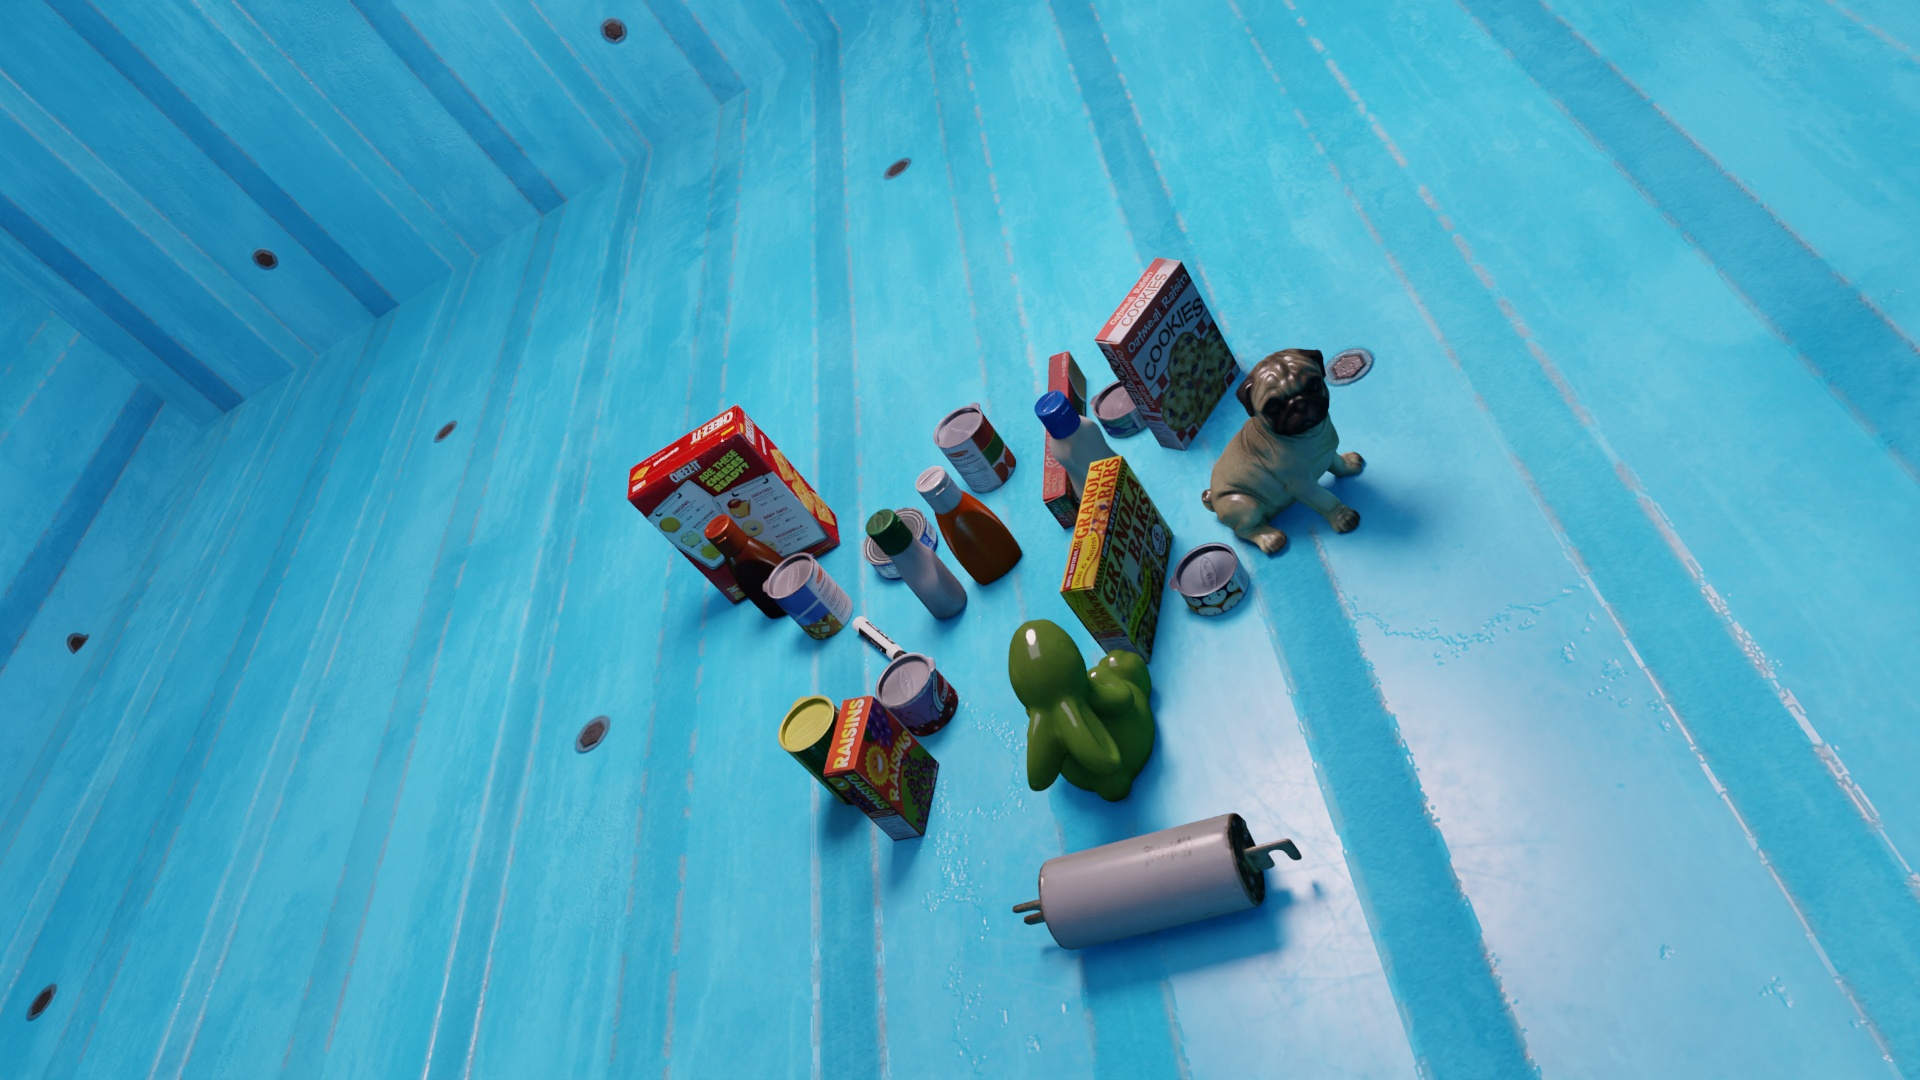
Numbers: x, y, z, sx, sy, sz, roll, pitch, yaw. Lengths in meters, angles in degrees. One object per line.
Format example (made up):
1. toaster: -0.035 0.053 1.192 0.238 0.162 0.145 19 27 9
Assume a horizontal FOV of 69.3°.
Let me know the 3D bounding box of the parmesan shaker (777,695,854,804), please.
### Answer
1. parmesan shaker: -0.128 0.210 1.401 0.071 0.102 0.072 -23 40 20

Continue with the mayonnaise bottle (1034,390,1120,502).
1. mayonnaise bottle: 0.128 -0.097 1.473 0.041 0.147 0.065 16 63 48

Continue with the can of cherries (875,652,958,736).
1. can of cherries: -0.042 0.157 1.422 0.071 0.058 0.072 -23 40 20

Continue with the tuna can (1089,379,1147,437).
1. tuna can: 0.184 -0.151 1.579 0.071 0.032 0.071 -22 40 20

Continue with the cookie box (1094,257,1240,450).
1. cookie box: 0.223 -0.198 1.485 0.040 0.167 0.123 15 62 47

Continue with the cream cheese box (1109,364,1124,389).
1. cream cheese box: 0.228 -0.204 1.582 0.103 0.053 0.024 -19 41 24

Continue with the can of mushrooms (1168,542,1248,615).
1. can of mushrooms: 0.239 0.038 1.336 0.071 0.033 0.071 -22 40 20

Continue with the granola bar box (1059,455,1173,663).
1. granola bar box: 0.154 0.020 1.349 0.039 0.124 0.166 -11 45 32

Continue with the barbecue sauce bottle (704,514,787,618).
1. barbecue sauce bottle: -0.245 0.029 1.649 0.065 0.148 0.044 -30 38 11

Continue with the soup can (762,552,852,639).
1. soup can: -0.176 0.066 1.608 0.071 0.083 0.072 -23 40 20

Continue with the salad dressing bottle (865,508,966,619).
1. salad dressing bottle: -0.048 0.025 1.492 0.044 0.147 0.064 -28 38 14

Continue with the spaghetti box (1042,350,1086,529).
1. spaghetti box: 0.120 -0.119 1.584 0.028 0.050 0.251 -20 41 24

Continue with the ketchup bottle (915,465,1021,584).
1. ketchup bottle: 0.005 -0.019 1.492 0.065 0.148 0.044 -39 37 -1

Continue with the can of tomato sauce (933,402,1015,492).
1. can of tomato sauce: 0.018 -0.108 1.630 0.071 0.083 0.071 -23 40 20

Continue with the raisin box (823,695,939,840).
1. raisin box: -0.074 0.218 1.331 0.040 0.123 0.086 -14 43 29
